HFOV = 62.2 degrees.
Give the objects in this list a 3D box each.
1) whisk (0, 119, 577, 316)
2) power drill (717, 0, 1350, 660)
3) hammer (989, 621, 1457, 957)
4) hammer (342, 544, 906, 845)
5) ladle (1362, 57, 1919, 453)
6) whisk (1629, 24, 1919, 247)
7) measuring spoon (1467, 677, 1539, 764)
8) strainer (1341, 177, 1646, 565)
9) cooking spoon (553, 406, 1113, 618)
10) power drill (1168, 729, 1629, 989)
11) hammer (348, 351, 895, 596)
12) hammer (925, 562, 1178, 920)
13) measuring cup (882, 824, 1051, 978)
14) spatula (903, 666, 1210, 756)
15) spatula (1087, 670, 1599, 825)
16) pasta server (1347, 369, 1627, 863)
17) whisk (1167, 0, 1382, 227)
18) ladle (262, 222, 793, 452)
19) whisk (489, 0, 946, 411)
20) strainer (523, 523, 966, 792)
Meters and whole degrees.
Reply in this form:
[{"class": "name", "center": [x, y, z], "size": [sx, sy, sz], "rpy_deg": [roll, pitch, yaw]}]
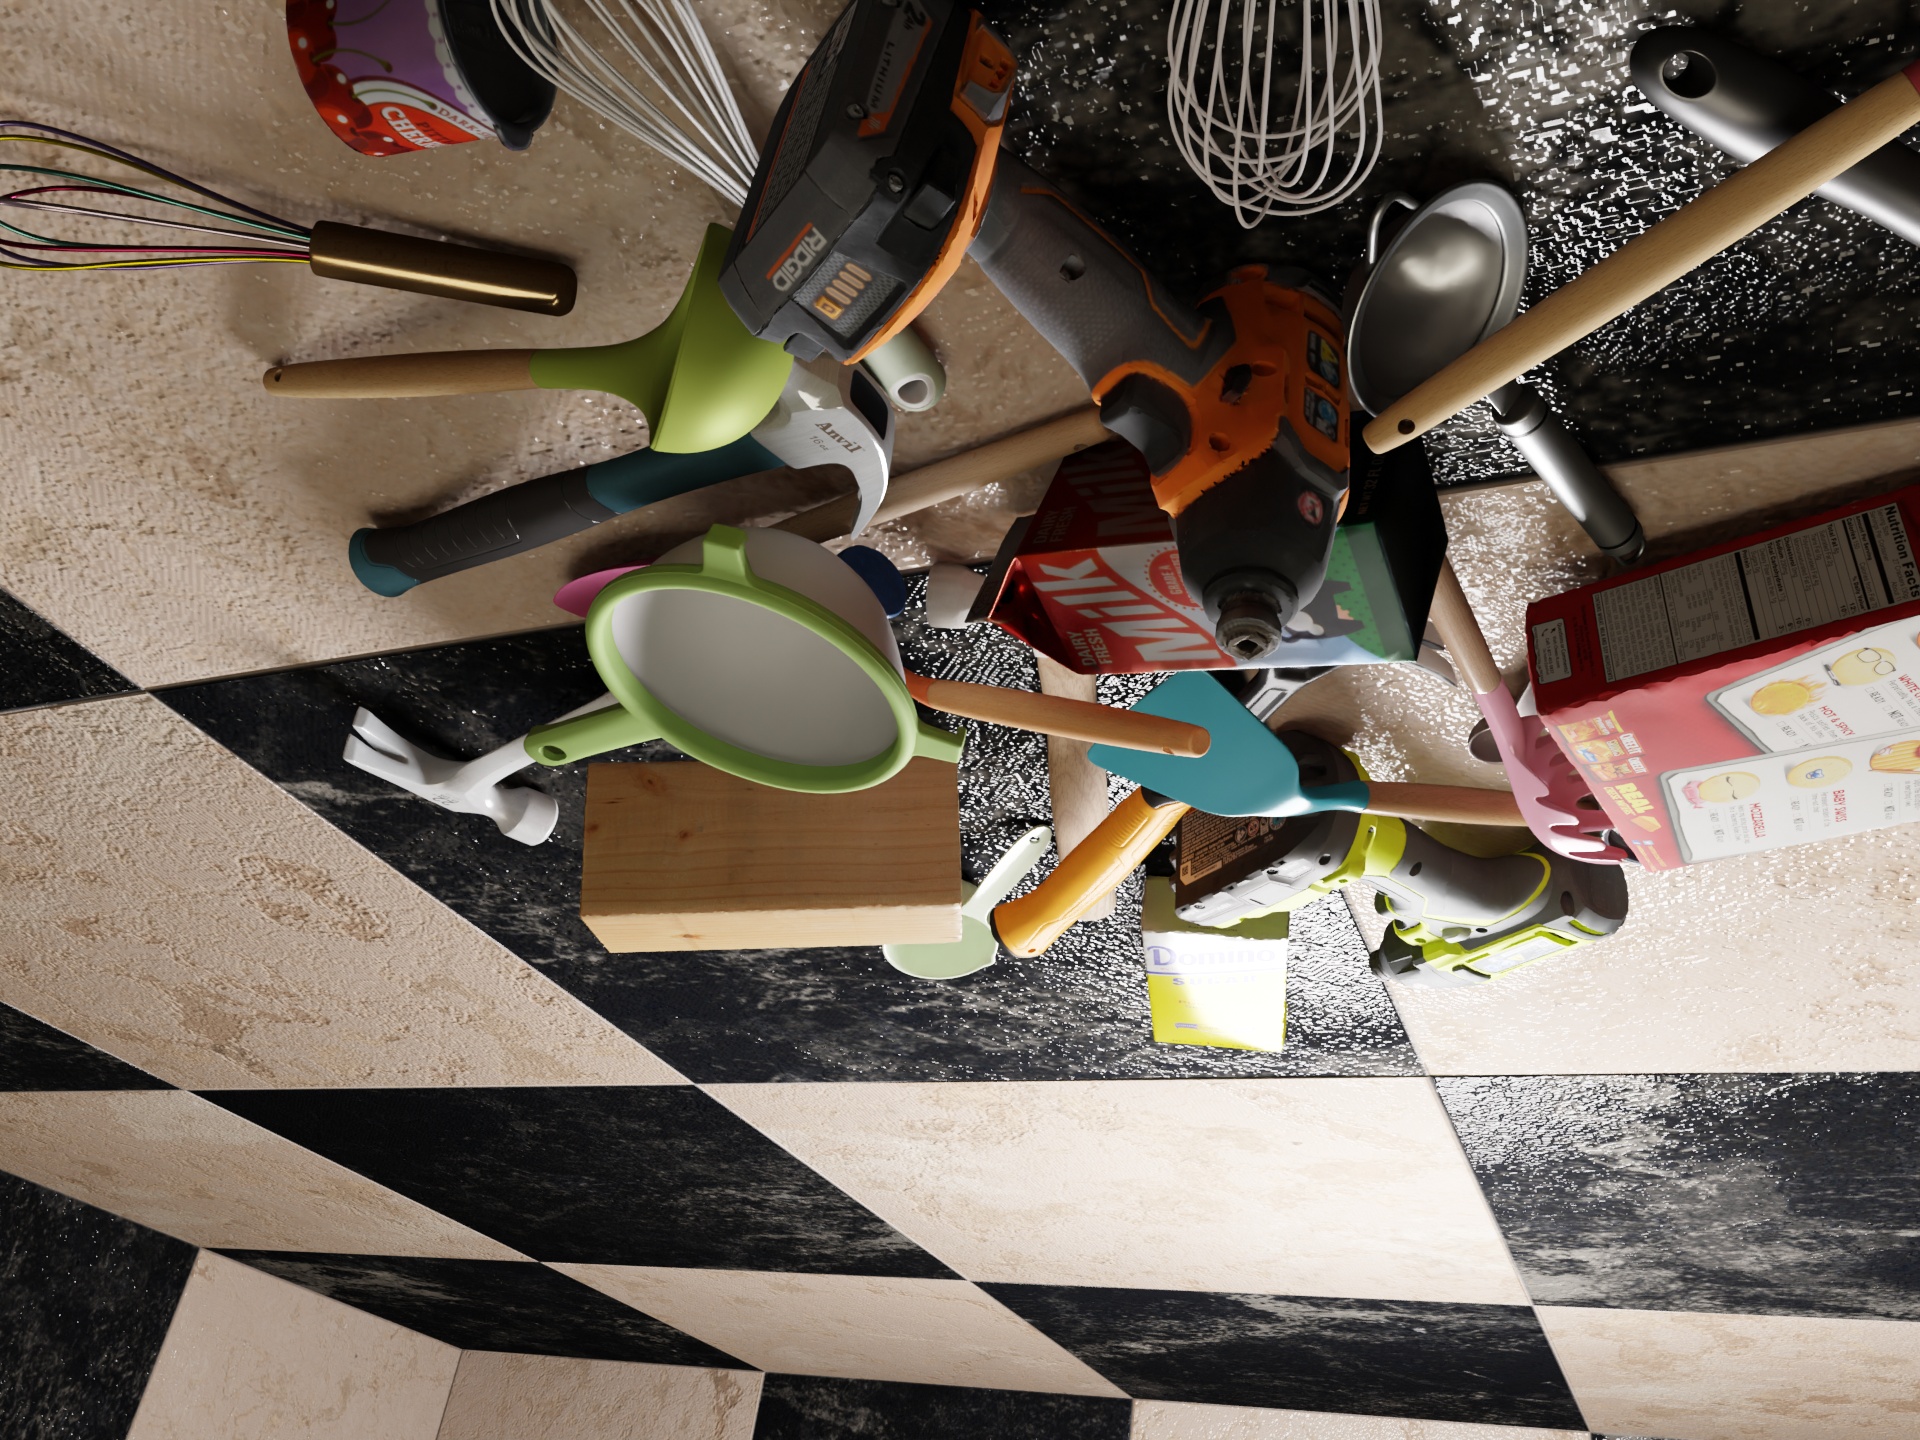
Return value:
[{"class": "whisk", "center": [-0.275, -0.186, 0.626], "size": [0.245, 0.047, 0.051], "rpy_deg": [9, 147, -5]}, {"class": "power drill", "center": [0.039, -0.124, 0.526], "size": [0.226, 0.164, 0.084], "rpy_deg": [28, 141, -24]}, {"class": "hammer", "center": [0.109, 0.044, 0.833], "size": [0.127, 0.034, 0.336], "rpy_deg": [6, 146, -25]}, {"class": "hammer", "center": [-0.187, -0.012, 0.862], "size": [0.144, 0.035, 0.405], "rpy_deg": [29, 145, -36]}, {"class": "ladle", "center": [0.256, -0.167, 0.471], "size": [0.315, 0.031, 0.069], "rpy_deg": [-32, 108, 31]}, {"class": "whisk", "center": [0.313, -0.160, 0.510], "size": [0.239, 0.055, 0.055], "rpy_deg": [23, 146, -12]}, {"class": "measuring spoon", "center": [0.281, -0.021, 0.769], "size": [0.034, 0.018, 0.124], "rpy_deg": [10, 141, -5]}, {"class": "strainer", "center": [0.205, -0.121, 0.601], "size": [0.258, 0.050, 0.087], "rpy_deg": [32, 98, -40]}, {"class": "cooking spoon", "center": [-0.069, -0.090, 0.742], "size": [0.319, 0.017, 0.068], "rpy_deg": [-14, 157, 32]}, {"class": "power drill", "center": [0.235, 0.094, 0.902], "size": [0.223, 0.080, 0.171], "rpy_deg": [21, 146, -24]}, {"class": "hammer", "center": [-0.168, -0.102, 0.713], "size": [0.331, 0.033, 0.128], "rpy_deg": [-10, 153, 36]}, {"class": "hammer", "center": [0.066, 0.025, 0.875], "size": [0.130, 0.031, 0.331], "rpy_deg": [3, 147, 10]}, {"class": "measuring cup", "center": [0.009, 0.107, 1.027], "size": [0.083, 0.038, 0.167], "rpy_deg": [21, 129, -23]}, {"class": "spatula", "center": [-0.001, -0.002, 0.767], "size": [0.081, 0.041, 0.323], "rpy_deg": [44, 161, -31]}, {"class": "spatula", "center": [0.211, 0.028, 0.781], "size": [0.317, 0.044, 0.082], "rpy_deg": [6, 145, -33]}, {"class": "pasta server", "center": [0.233, -0.037, 0.708], "size": [0.040, 0.060, 0.315], "rpy_deg": [-14, 132, 31]}, {"class": "whisk", "center": [0.087, -0.254, 0.414], "size": [0.070, 0.070, 0.284], "rpy_deg": [3, 143, 10]}, {"class": "ladle", "center": [-0.186, -0.139, 0.609], "size": [0.320, 0.078, 0.062], "rpy_deg": [7, 171, 36]}, {"class": "whisk", "center": [-0.074, -0.188, 0.566], "size": [0.058, 0.059, 0.246], "rpy_deg": [-24, 142, 20]}, {"class": "strainer", "center": [-0.119, -0.027, 0.734], "size": [0.256, 0.069, 0.151], "rpy_deg": [-14, 135, 44]}]
